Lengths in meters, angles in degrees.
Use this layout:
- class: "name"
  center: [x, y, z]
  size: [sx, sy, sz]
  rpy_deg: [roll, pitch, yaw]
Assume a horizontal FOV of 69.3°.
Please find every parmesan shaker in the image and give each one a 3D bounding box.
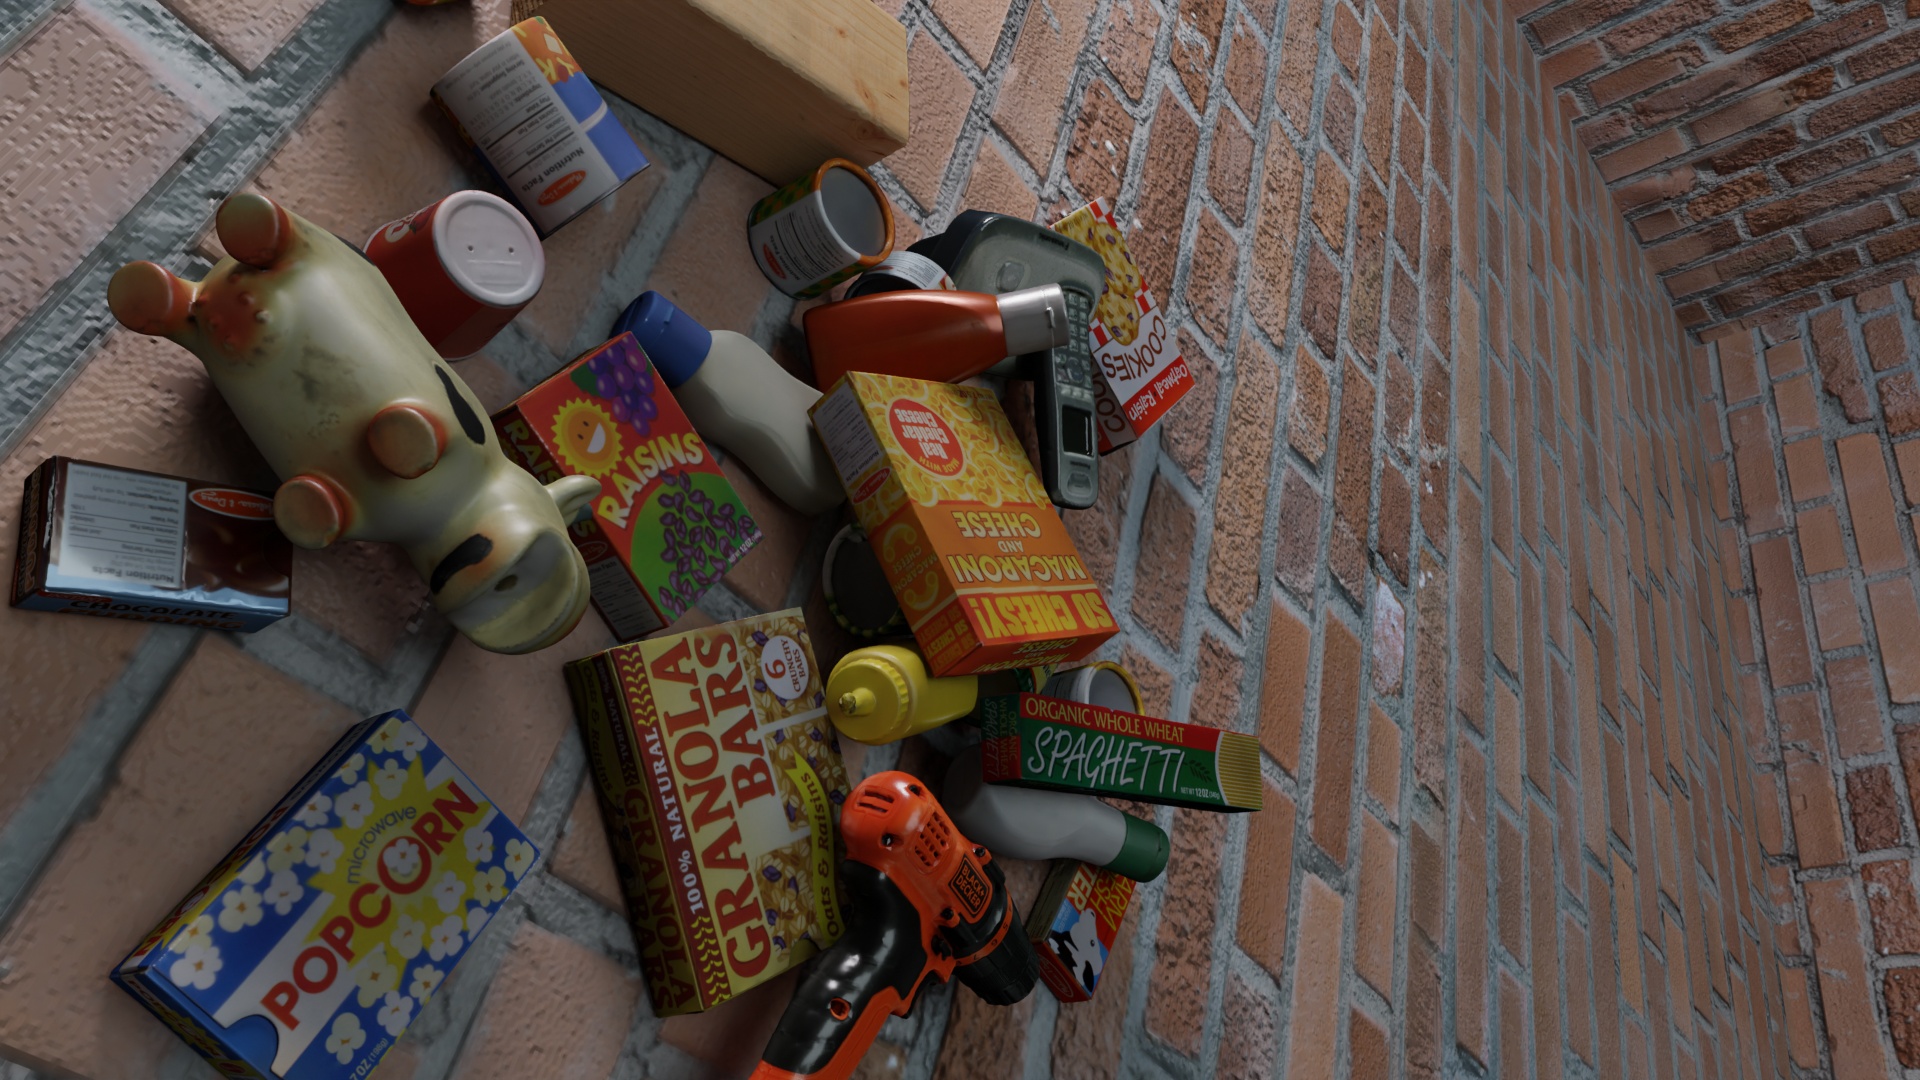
- class: "parmesan shaker"
  center: [0.031, 0.061, 0.841]
  size: [0.071, 0.071, 0.103]
  rpy_deg: [58, 40, -15]

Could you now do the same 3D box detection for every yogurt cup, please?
- class: "yogurt cup"
  center: [-0.222, -0.120, 0.617]
  size: [0.072, 0.054, 0.072]
  rpy_deg: [23, 58, -44]

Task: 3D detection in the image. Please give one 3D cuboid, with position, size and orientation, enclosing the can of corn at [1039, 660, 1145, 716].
- class: "can of corn"
  center: [0.077, 0.114, 0.878]
  size: [0.071, 0.058, 0.071]
  rpy_deg: [24, 57, -43]

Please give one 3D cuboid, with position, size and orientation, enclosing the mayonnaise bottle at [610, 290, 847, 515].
- class: "mayonnaise bottle"
  center: [-0.117, -0.075, 0.739]
  size: [0.148, 0.041, 0.065]
  rpy_deg: [37, 47, -34]

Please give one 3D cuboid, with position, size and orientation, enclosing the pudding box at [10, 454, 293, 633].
- class: "pudding box"
  center: [-0.288, 0.003, 0.501]
  size: [0.084, 0.030, 0.050]
  rpy_deg: [12, 64, -48]

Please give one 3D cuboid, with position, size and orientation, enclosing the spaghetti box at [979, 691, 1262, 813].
- class: "spaghetti box"
  center: [0.104, 0.130, 0.831]
  size: [0.250, 0.028, 0.050]
  rpy_deg: [17, 66, -45]

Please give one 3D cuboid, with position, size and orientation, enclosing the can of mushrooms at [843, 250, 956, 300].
- class: "can of mushrooms"
  center: [-0.036, -0.139, 0.846]
  size: [0.071, 0.071, 0.034]
  rpy_deg: [53, 40, -22]

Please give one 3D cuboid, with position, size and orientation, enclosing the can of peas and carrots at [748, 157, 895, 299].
- class: "can of peas and carrots"
  center: [-0.080, -0.184, 0.816]
  size: [0.071, 0.058, 0.071]
  rpy_deg: [24, 57, -44]

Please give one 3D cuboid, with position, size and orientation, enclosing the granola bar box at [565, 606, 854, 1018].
- class: "granola bar box"
  center: [-0.108, 0.122, 0.662]
  size: [0.124, 0.039, 0.165]
  rpy_deg: [-11, 83, -52]

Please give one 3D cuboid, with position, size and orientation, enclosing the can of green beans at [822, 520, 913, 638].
- class: "can of green beans"
  center: [-0.034, 0.021, 0.775]
  size: [0.058, 0.071, 0.071]
  rpy_deg: [-1, 75, -51]

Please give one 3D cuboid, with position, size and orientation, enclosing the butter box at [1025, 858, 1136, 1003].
- class: "butter box"
  center: [0.075, 0.225, 0.853]
  size: [0.053, 0.024, 0.104]
  rpy_deg: [54, 40, -18]

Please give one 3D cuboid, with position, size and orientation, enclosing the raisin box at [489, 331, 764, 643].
- class: "raisin box"
  center: [-0.160, -0.027, 0.665]
  size: [0.123, 0.040, 0.086]
  rpy_deg: [59, 40, -16]

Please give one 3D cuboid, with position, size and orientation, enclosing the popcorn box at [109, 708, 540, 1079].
- class: "popcorn box"
  center: [-0.227, 0.136, 0.512]
  size: [0.085, 0.038, 0.127]
  rpy_deg: [55, 40, -21]

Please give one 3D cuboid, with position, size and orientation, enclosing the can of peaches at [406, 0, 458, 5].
- class: "can of peaches"
  center: [-0.239, -0.292, 0.658]
  size: [0.058, 0.071, 0.071]
  rpy_deg: [-39, 106, -50]

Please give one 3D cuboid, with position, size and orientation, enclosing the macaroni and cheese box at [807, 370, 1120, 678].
- class: "macaroni and cheese box"
  center: [0.003, -0.009, 0.750]
  size: [0.124, 0.040, 0.167]
  rpy_deg: [0, 57, -50]

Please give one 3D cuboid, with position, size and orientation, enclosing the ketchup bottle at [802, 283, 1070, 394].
- class: "ketchup bottle"
  center: [-0.013, -0.116, 0.799]
  size: [0.043, 0.149, 0.064]
  rpy_deg: [-101, 180, -78]

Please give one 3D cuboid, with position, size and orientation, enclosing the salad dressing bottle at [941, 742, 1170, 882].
- class: "salad dressing bottle"
  center: [0.059, 0.165, 0.823]
  size: [0.147, 0.043, 0.064]
  rpy_deg: [27, 47, -28]

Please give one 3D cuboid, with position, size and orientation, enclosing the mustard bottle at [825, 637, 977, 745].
- class: "mustard bottle"
  center: [-0.036, 0.078, 0.714]
  size: [0.160, 0.065, 0.049]
  rpy_deg: [-1, 84, -75]

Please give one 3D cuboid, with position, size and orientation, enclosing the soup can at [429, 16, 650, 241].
- class: "soup can"
  center: [-0.201, -0.198, 0.670]
  size: [0.083, 0.071, 0.072]
  rpy_deg: [55, 40, -19]

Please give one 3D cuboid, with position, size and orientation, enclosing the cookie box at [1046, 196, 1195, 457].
- class: "cookie box"
  center: [0.106, -0.163, 1.050]
  size: [0.123, 0.040, 0.167]
  rpy_deg: [-41, 106, -50]
